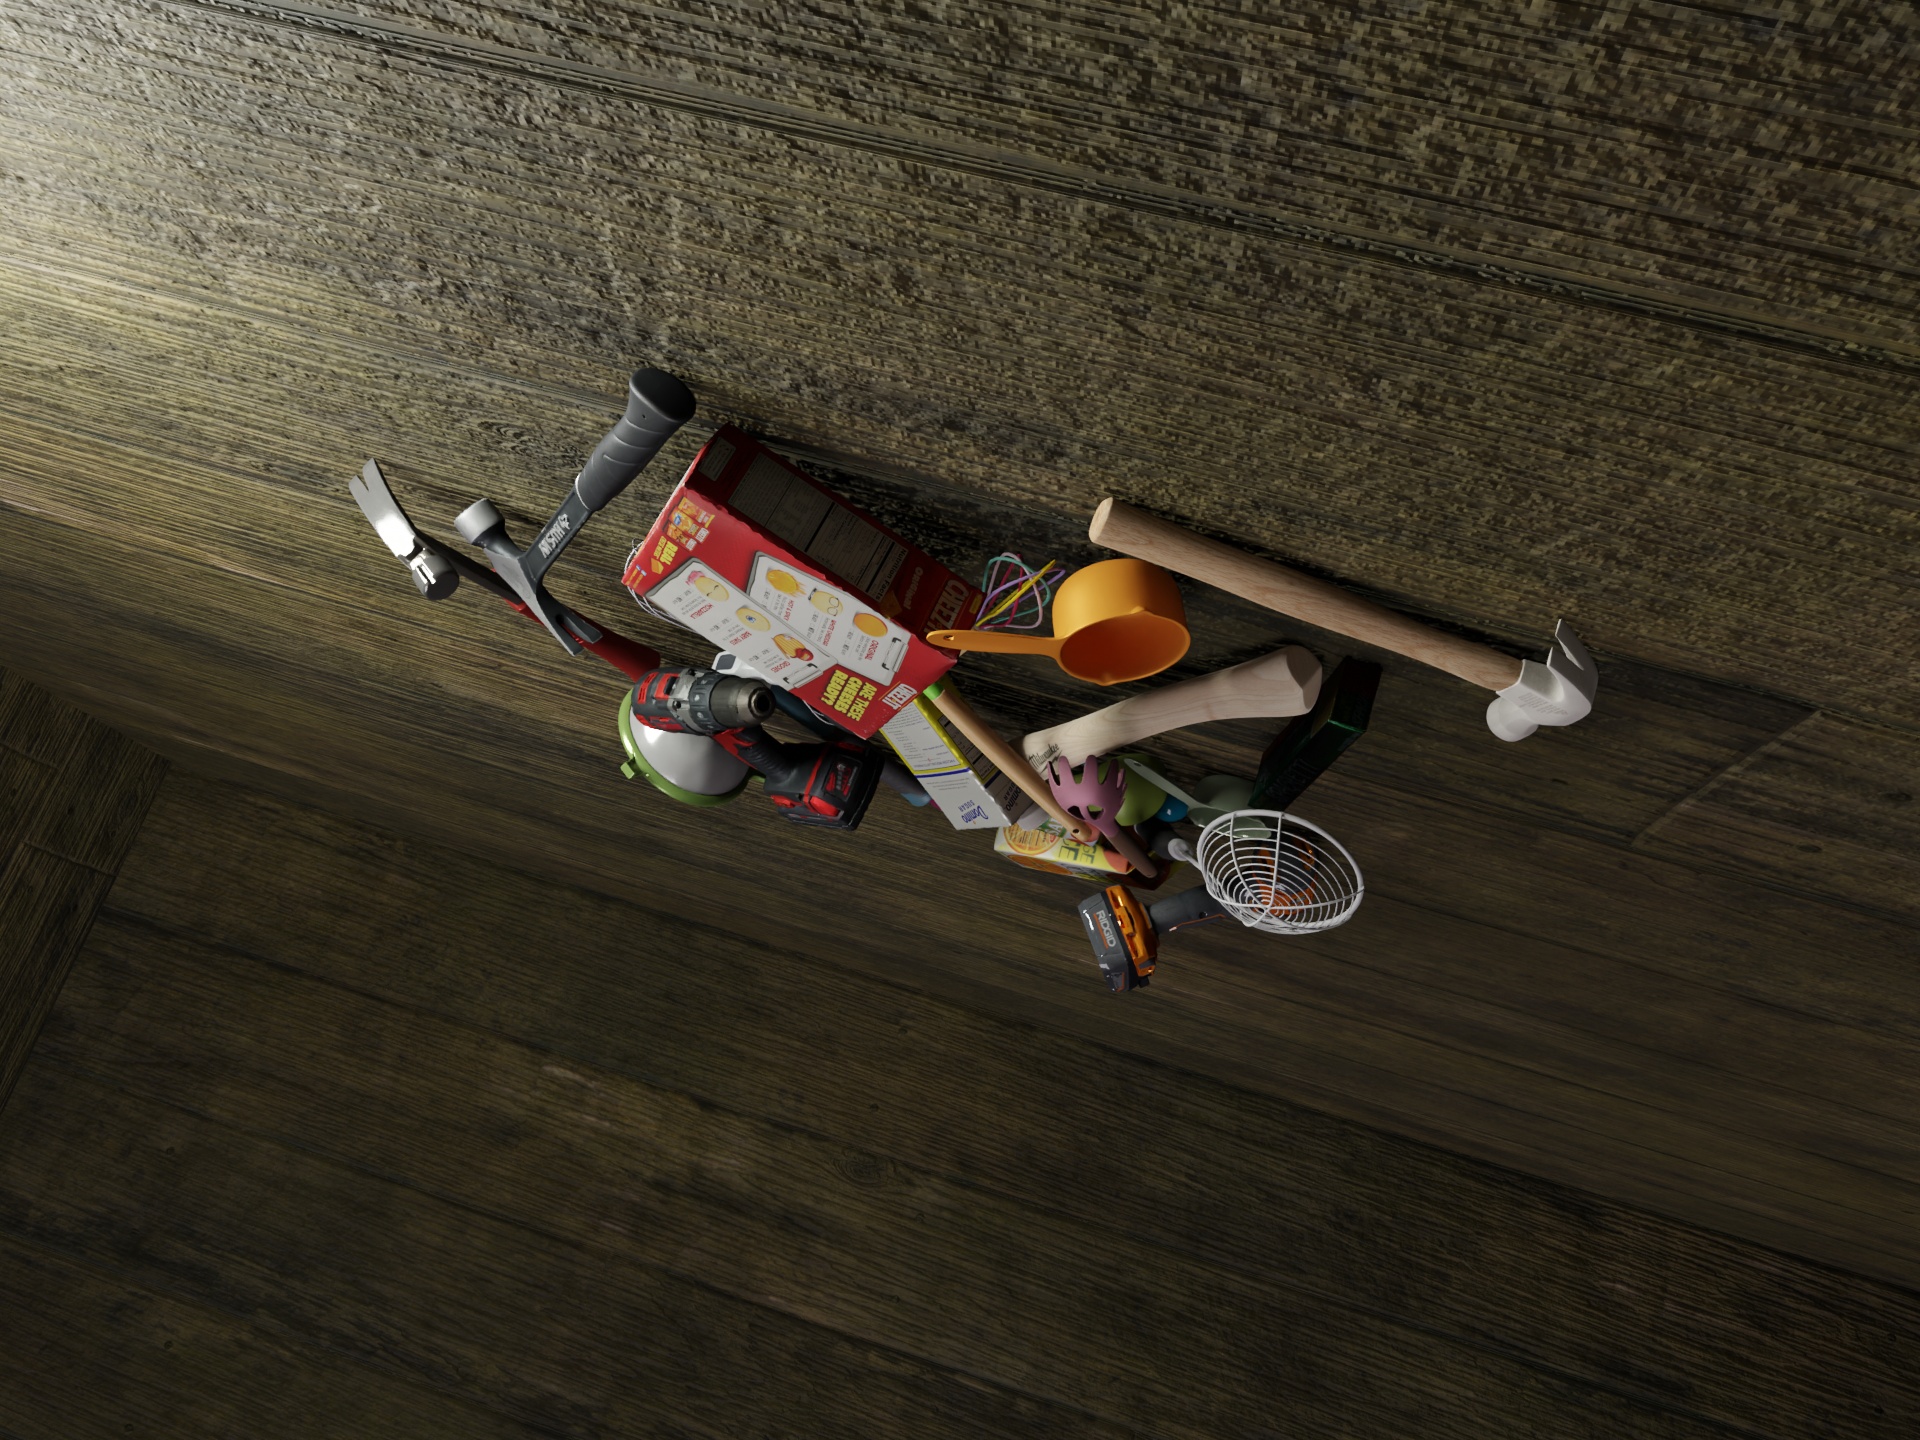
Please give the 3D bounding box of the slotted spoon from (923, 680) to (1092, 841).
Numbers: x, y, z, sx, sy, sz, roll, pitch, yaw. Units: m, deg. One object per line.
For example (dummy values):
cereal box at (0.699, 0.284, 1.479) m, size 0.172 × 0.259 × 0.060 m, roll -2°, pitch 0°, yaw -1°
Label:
slotted spoon at (-0.002, -0.004, 1.283) m, size 0.070 × 0.031 × 0.313 m, roll -35°, pitch 112°, yaw 31°

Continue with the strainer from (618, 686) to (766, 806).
strainer at (-0.215, 0.026, 1.600) m, size 0.256 × 0.152 × 0.069 m, roll 25°, pitch 131°, yaw -27°

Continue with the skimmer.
skimmer at (0.220, 0.099, 1.327) m, size 0.127 × 0.090 × 0.363 m, roll 40°, pitch 180°, yaw -11°

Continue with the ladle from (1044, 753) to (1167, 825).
ladle at (0.037, 0.023, 1.463) m, size 0.320 × 0.062 × 0.078 m, roll 19°, pitch 143°, yaw 21°

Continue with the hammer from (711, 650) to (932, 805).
hammer at (-0.127, 0.013, 1.593) m, size 0.128 × 0.033 × 0.330 m, roll 3°, pitch 158°, yaw 38°

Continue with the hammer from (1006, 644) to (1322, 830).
hammer at (0.122, -0.004, 1.250) m, size 0.146 × 0.038 × 0.410 m, roll 49°, pitch 149°, yaw -12°

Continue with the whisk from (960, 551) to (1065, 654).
whisk at (0.018, -0.076, 1.159) m, size 0.051 × 0.047 × 0.245 m, roll 20°, pitch 166°, yaw -11°

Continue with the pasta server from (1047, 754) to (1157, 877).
pasta server at (0.132, 0.089, 1.337) m, size 0.060 × 0.040 × 0.316 m, roll -2°, pitch 163°, yaw 17°

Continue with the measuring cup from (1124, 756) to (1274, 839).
measuring cup at (0.207, 0.055, 1.383) m, size 0.167 × 0.038 × 0.083 m, roll 30°, pitch 159°, yaw -29°

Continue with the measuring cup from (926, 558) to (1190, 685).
measuring cup at (0.063, -0.069, 1.038) m, size 0.173 × 0.052 × 0.095 m, roll 2°, pitch 151°, yaw -10°

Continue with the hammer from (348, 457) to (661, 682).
hammer at (-0.385, -0.110, 1.416) m, size 0.149 × 0.036 × 0.358 m, roll 49°, pitch -173°, yaw 27°

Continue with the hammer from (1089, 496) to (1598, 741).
hammer at (0.238, -0.067, 0.982) m, size 0.331 × 0.031 × 0.130 m, roll 20°, pitch 163°, yaw -6°

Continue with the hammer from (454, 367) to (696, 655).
hammer at (-0.271, -0.155, 1.154) m, size 0.149 × 0.036 × 0.409 m, roll 52°, pitch 150°, yaw -8°

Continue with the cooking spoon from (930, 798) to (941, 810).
cooking spoon at (0.021, 0.066, 1.630) m, size 0.068 × 0.017 × 0.319 m, roll 25°, pitch 162°, yaw -8°

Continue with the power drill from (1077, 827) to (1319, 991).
power drill at (0.236, 0.185, 1.538) m, size 0.226 × 0.084 × 0.164 m, roll -21°, pitch 156°, yaw 2°

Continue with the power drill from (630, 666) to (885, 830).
power drill at (-0.176, 0.019, 1.472) m, size 0.226 × 0.080 × 0.188 m, roll 35°, pitch 159°, yaw -36°

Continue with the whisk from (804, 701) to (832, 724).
whisk at (-0.167, -0.069, 1.363) m, size 0.059 × 0.058 × 0.246 m, roll -7°, pitch 146°, yaw 44°

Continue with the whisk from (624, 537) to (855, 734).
whisk at (-0.166, -0.062, 1.310) m, size 0.070 × 0.070 × 0.284 m, roll 0°, pitch 150°, yaw 45°

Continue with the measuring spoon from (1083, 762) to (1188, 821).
measuring spoon at (0.161, 0.068, 1.488) m, size 0.128 × 0.021 × 0.042 m, roll 25°, pitch 161°, yaw -28°
